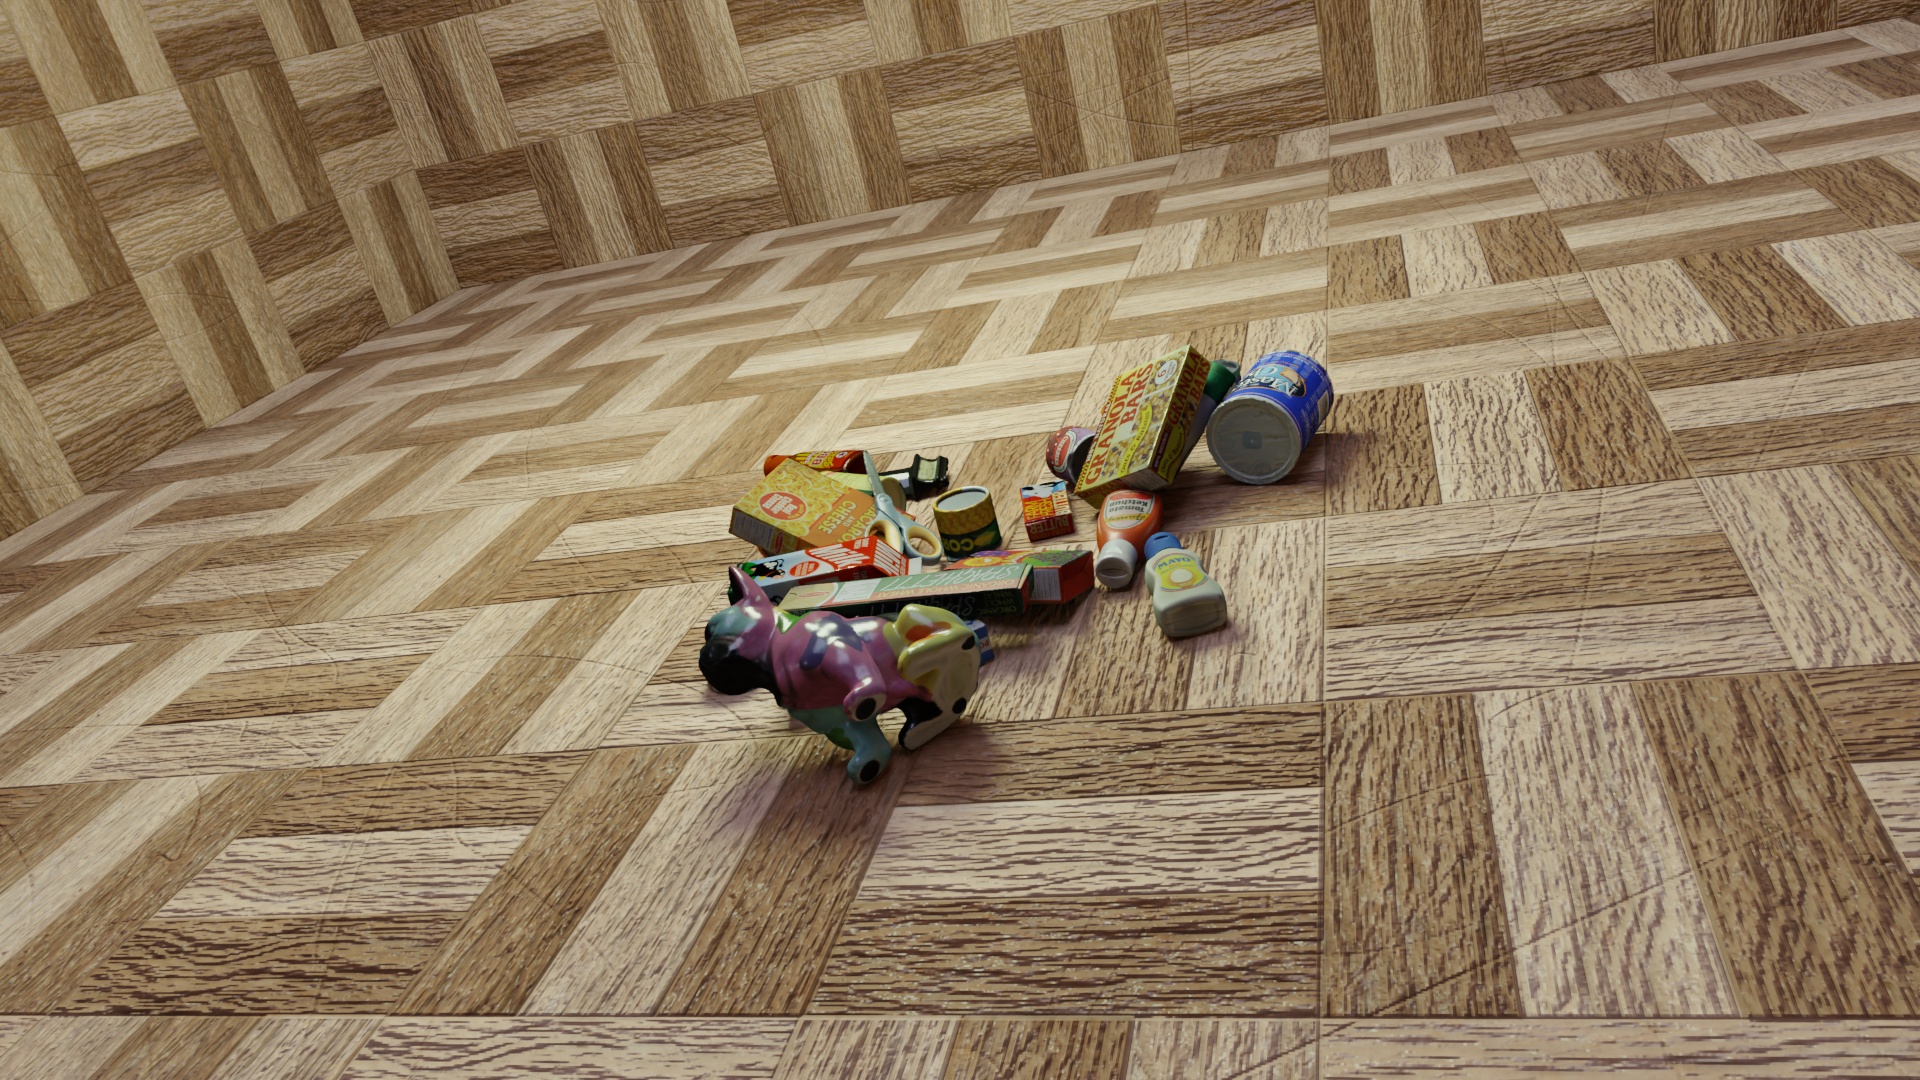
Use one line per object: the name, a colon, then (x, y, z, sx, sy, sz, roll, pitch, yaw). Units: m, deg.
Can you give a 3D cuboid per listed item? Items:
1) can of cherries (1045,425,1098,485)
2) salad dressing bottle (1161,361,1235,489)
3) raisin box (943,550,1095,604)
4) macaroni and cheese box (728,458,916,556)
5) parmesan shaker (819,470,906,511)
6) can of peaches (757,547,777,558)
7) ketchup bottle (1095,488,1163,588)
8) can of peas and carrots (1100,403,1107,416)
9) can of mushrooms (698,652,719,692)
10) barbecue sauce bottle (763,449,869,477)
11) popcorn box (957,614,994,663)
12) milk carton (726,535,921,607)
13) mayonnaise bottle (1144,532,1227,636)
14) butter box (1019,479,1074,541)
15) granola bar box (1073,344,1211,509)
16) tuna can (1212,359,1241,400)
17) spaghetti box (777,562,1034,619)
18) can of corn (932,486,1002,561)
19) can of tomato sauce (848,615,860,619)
can of cherries: (0.137, -0.096, 1.589, 0.072, 0.071, 0.058, -24, 25, -20)
salad dressing bottle: (0.249, -0.128, 1.533, 0.147, 0.044, 0.064, -56, 2, -2)
raisin box: (0.059, 0.035, 1.357, 0.123, 0.040, 0.086, -1, 10, 27)
macaroni and cheese box: (-0.150, -0.017, 1.525, 0.166, 0.040, 0.124, 25, 36, 11)
parmesan shaker: (-0.123, -0.044, 1.626, 0.103, 0.071, 0.072, 7, 32, 39)
can of peaches: (-0.194, -0.011, 1.587, 0.071, 0.071, 0.058, -2, 28, 26)
ketchup bottle: (0.166, -0.002, 1.401, 0.065, 0.043, 0.149, -1, 27, 16)
can of peas and carrots: (0.205, -0.134, 1.648, 0.071, 0.058, 0.071, -13, 24, 6)
can of mushrooms: (-0.220, 0.118, 1.365, 0.071, 0.033, 0.071, -13, 24, 6)
barbecue sauce bottle: (-0.188, -0.092, 1.795, 0.148, 0.043, 0.065, 3, 30, 34)
popcorn box: (-0.036, 0.091, 1.315, 0.085, 0.038, 0.127, -22, 25, -19)
milk carton: (-0.133, 0.050, 1.415, 0.190, 0.073, 0.072, -12, 23, 5)
mayonnaise bottle: (0.202, 0.037, 1.295, 0.065, 0.041, 0.149, -14, 24, 2)
butter box: (0.095, -0.035, 1.534, 0.053, 0.024, 0.104, -12, 24, 4)
granola bar box: (0.198, -0.122, 1.508, 0.124, 0.039, 0.166, -19, 42, 53)
tuna can: (0.324, -0.203, 1.763, 0.071, 0.032, 0.071, -12, 24, 5)
spaghetti box: (-0.053, 0.055, 1.316, 0.250, 0.028, 0.050, -6, 25, 19)
can of corn: (0.005, -0.019, 1.508, 0.071, 0.058, 0.071, -12, 23, 5)
can of tomato sauce: (-0.126, 0.112, 1.285, 0.083, 0.071, 0.071, -13, 24, 4)
